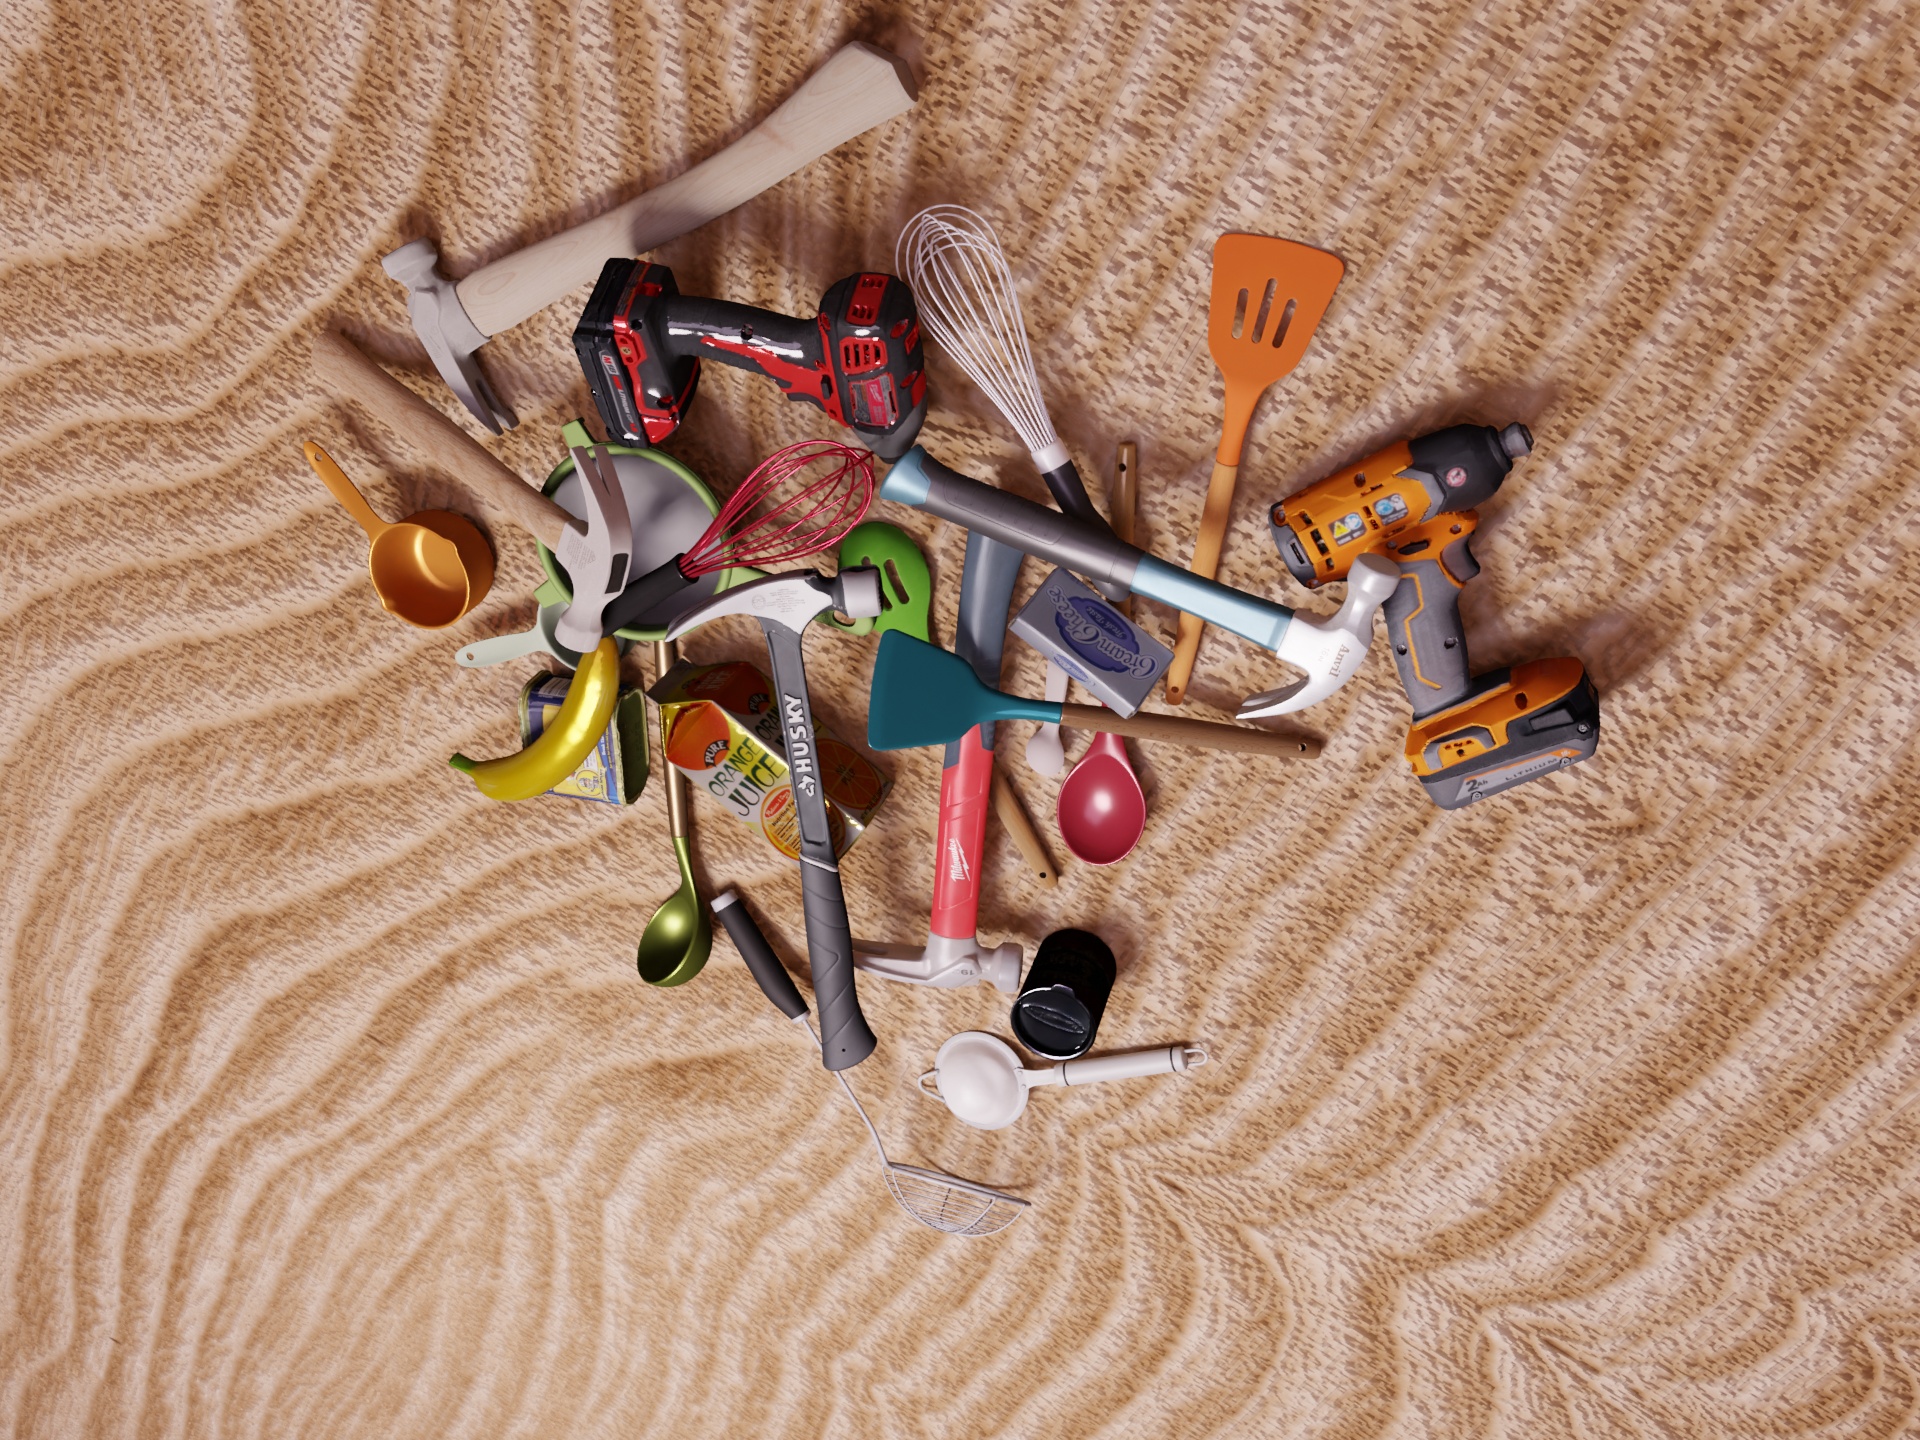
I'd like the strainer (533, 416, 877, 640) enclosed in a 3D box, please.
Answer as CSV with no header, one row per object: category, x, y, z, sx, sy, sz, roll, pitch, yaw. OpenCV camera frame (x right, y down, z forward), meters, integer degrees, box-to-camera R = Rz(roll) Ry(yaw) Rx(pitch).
strainer,-0.178,-0.121,1.156,0.256,0.069,0.151,19,119,1

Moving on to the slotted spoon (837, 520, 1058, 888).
slotted spoon,-0.002,-0.004,1.177,0.070,0.031,0.313,-22,108,22

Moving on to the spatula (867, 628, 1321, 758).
spatula,0.096,0.000,1.092,0.317,0.044,0.082,8,87,-4

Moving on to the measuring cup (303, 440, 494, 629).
measuring cup,-0.434,-0.153,1.232,0.095,0.052,0.173,-35,99,29

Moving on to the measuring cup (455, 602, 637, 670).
measuring cup,-0.323,-0.070,1.245,0.167,0.038,0.083,-11,112,25

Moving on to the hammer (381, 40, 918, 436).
hammer,-0.205,-0.330,1.075,0.410,0.038,0.146,-19,110,25

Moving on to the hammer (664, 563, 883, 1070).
hammer,-0.110,0.085,1.150,0.149,0.036,0.408,-5,116,1

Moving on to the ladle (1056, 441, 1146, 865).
ladle,0.107,-0.041,1.122,0.069,0.031,0.315,11,117,20

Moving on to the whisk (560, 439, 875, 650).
whisk,-0.172,-0.112,1.087,0.296,0.073,0.073,-26,105,29

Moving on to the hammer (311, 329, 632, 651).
hammer,-0.354,-0.190,1.135,0.331,0.031,0.130,37,118,22

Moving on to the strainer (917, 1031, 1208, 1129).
strainer,0.075,0.288,1.292,0.258,0.050,0.087,-13,97,20

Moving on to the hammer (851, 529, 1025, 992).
hammer,-0.009,0.025,1.156,0.143,0.038,0.386,7,115,5

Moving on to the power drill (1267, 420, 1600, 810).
power drill,0.318,-0.072,1.006,0.164,0.084,0.226,-26,101,28

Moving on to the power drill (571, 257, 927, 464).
power drill,-0.129,-0.231,1.049,0.219,0.079,0.143,7,148,11

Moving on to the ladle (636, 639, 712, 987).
ladle,-0.239,0.070,1.277,0.078,0.062,0.320,33,130,53

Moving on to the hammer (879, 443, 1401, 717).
hammer,0.102,-0.102,1.020,0.331,0.033,0.128,24,122,11

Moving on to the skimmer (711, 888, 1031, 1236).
skimmer,-0.076,0.281,1.331,0.363,0.090,0.127,57,162,-1

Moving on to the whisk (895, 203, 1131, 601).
whisk,0.045,-0.202,1.038,0.070,0.070,0.284,-22,107,26

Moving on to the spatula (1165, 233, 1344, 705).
spatula,0.173,-0.152,1.048,0.081,0.041,0.322,16,123,11

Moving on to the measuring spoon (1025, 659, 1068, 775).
measuring spoon,0.063,-0.016,1.147,0.034,0.018,0.124,31,125,43
